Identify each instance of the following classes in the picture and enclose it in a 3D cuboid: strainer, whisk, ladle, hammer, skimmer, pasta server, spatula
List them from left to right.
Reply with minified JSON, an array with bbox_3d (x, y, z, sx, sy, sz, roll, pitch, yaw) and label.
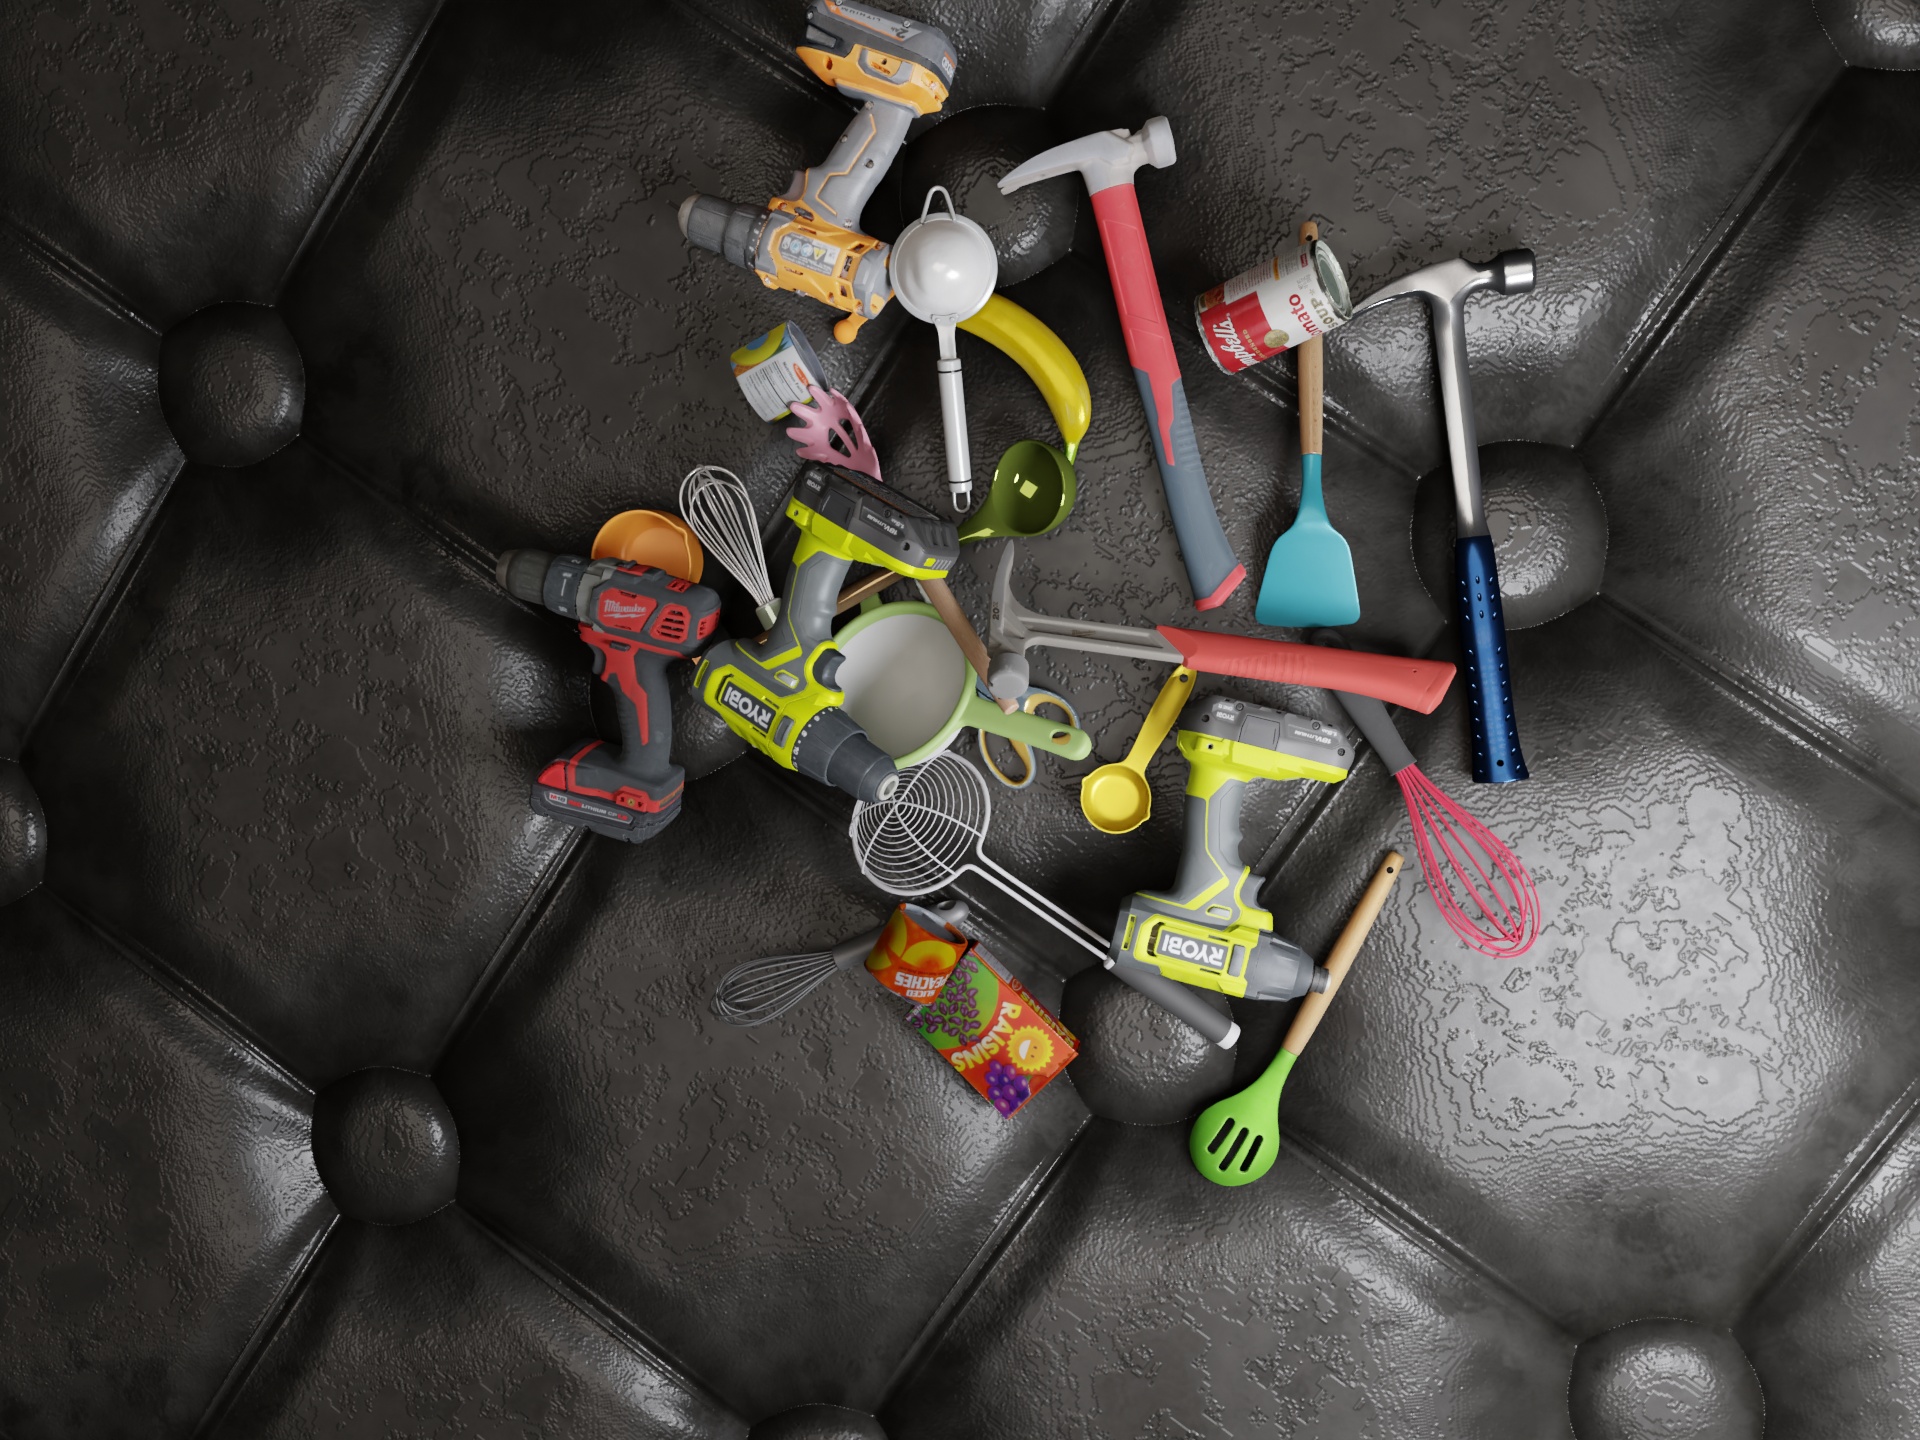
[{"bbox_3d":[-0.165,-0.105,1.339,0.058,0.059,0.246,-28,93,-17],"label":"whisk"},{"bbox_3d":[-0.103,0.202,1.347,0.239,0.055,0.055,-23,89,7],"label":"whisk"},{"bbox_3d":[-0.050,-0.129,1.292,0.320,0.062,0.078,-28,72,5],"label":"ladle"},{"bbox_3d":[-0.043,-0.135,1.255,0.060,0.040,0.316,-39,70,21],"label":"pasta server"},{"bbox_3d":[-0.009,-0.293,1.276,0.087,0.050,0.258,-3,110,8],"label":"strainer"},{"bbox_3d":[-0.002,-0.004,1.277,0.256,0.069,0.151,18,75,29],"label":"strainer"},{"bbox_3d":[0.072,0.157,1.319,0.363,0.090,0.127,35,85,-4],"label":"skimmer"},{"bbox_3d":[0.142,-0.274,1.275,0.143,0.038,0.386,-14,91,12],"label":"hammer"},{"bbox_3d":[0.199,-0.059,1.228,0.359,0.149,0.036,7,138,-1],"label":"hammer"},{"bbox_3d":[0.276,-0.234,1.262,0.082,0.044,0.317,0,89,10],"label":"spatula"},{"bbox_3d":[0.359,0.054,1.249,0.073,0.073,0.296,-32,81,11],"label":"whisk"},{"bbox_3d":[0.391,-0.153,1.238,0.144,0.035,0.405,-7,92,10],"label":"hammer"}]

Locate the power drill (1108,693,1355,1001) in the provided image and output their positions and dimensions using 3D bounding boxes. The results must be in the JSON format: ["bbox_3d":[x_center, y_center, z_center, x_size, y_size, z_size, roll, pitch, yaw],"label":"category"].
[{"bbox_3d":[0.225,0.103,1.249,0.171,0.080,0.223,14,89,5],"label":"power drill"}]

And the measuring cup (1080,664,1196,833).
[{"bbox_3d":[0.152,0.022,1.304,0.062,0.029,0.156,30,86,7],"label":"measuring cup"}]

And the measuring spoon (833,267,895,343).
[{"bbox_3d":[-0.064,-0.360,1.320,0.021,0.011,0.117,45,100,5],"label":"measuring spoon"}]

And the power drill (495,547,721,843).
[{"bbox_3d":[-0.304,-0.029,1.322,0.188,0.080,0.226,15,112,9],"label":"power drill"}]

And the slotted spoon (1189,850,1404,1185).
[{"bbox_3d":[0.277,0.244,1.290,0.070,0.031,0.314,28,97,8],"label":"slotted spoon"}]

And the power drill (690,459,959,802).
[{"bbox_3d":[-0.093,-0.065,1.227,0.191,0.080,0.228,33,107,24],"label":"power drill"}]

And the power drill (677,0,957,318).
[{"bbox_3d":[-0.117,-0.460,1.288,0.185,0.084,0.226,21,98,10],"label":"power drill"}]

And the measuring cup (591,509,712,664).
[{"bbox_3d":[-0.239,-0.101,1.351,0.095,0.052,0.173,-33,95,13],"label":"measuring cup"}]
